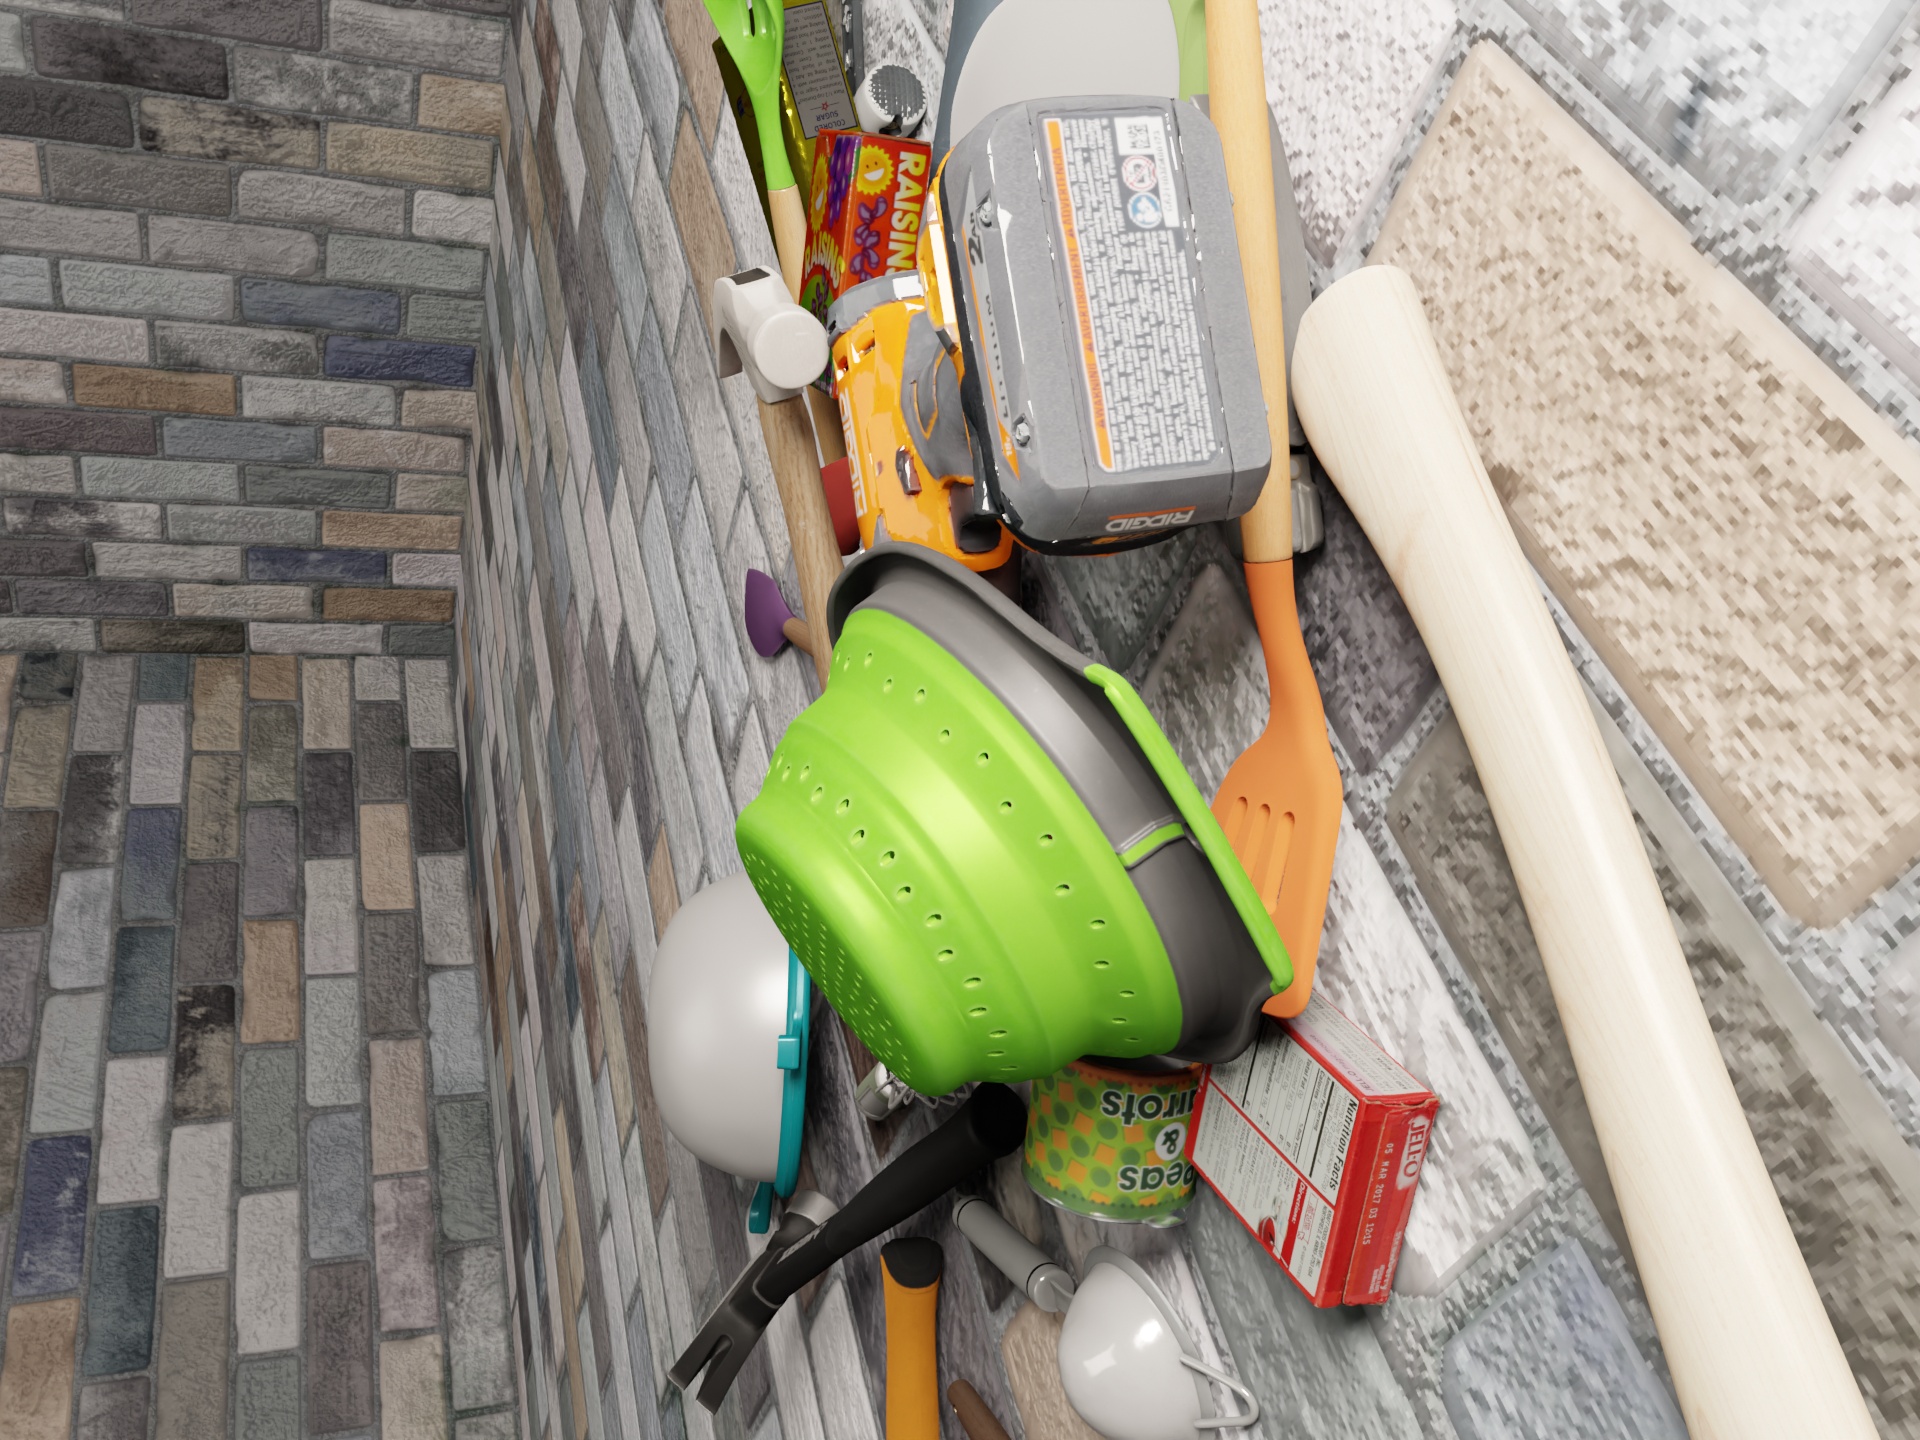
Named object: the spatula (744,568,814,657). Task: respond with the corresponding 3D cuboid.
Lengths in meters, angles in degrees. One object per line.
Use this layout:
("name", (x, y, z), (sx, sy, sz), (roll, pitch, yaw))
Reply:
("spatula", (-0.102, -0.053, 1.032), (0.316, 0.018, 0.059), (-150, 62, -65))

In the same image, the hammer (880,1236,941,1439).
("hammer", (-0.021, 0.438, 0.808), (0.127, 0.034, 0.337), (128, 141, -74))

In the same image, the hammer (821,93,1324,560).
("hammer", (0.015, -0.125, 0.659), (0.359, 0.036, 0.149), (-2, 98, 61))

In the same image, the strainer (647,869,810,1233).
("strainer", (-0.153, 0.229, 1.014), (0.211, 0.095, 0.340), (-96, 13, -48))

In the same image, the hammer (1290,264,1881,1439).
("hammer", (0.161, 0.048, 0.385), (0.146, 0.038, 0.411), (127, 137, -53))

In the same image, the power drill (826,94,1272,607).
("power drill", (0.015, -0.090, 0.527), (0.226, 0.084, 0.164), (168, 93, -73))

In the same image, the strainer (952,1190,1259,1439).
("strainer", (0.040, 0.246, 0.674), (0.258, 0.050, 0.087), (-176, 72, -70))

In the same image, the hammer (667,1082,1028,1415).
("hammer", (-0.057, 0.267, 0.834), (0.035, 0.146, 0.334), (41, 138, 0))

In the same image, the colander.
("colander", (-0.036, 0.051, 0.591), (0.204, 0.094, 0.397), (59, 162, -12))

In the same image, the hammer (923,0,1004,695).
("hammer", (-0.019, -0.210, 0.810), (0.143, 0.038, 0.386), (-127, 43, -58))

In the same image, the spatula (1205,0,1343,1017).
("spatula", (0.085, -0.072, 0.485), (0.081, 0.041, 0.322), (-160, 62, -64))

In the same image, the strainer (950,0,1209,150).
("strainer", (0.053, -0.258, 0.596), (0.256, 0.069, 0.152), (129, 136, -58))

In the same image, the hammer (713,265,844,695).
("hammer", (-0.061, -0.048, 0.745), (0.130, 0.031, 0.331), (-125, 20, -56))

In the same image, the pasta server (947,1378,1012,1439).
("pasta server", (0.050, 0.365, 0.650), (0.316, 0.040, 0.060), (-154, 54, -66))

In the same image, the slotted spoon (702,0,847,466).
("slotted spoon", (-0.090, -0.256, 0.840), (0.070, 0.031, 0.313), (31, 140, 48))

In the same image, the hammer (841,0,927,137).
("hammer", (-0.067, -0.510, 0.929), (0.149, 0.036, 0.409), (163, 106, -67))

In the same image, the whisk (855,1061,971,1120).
("whisk", (-0.029, 0.176, 0.789), (0.059, 0.058, 0.246), (-54, -4, -21))
